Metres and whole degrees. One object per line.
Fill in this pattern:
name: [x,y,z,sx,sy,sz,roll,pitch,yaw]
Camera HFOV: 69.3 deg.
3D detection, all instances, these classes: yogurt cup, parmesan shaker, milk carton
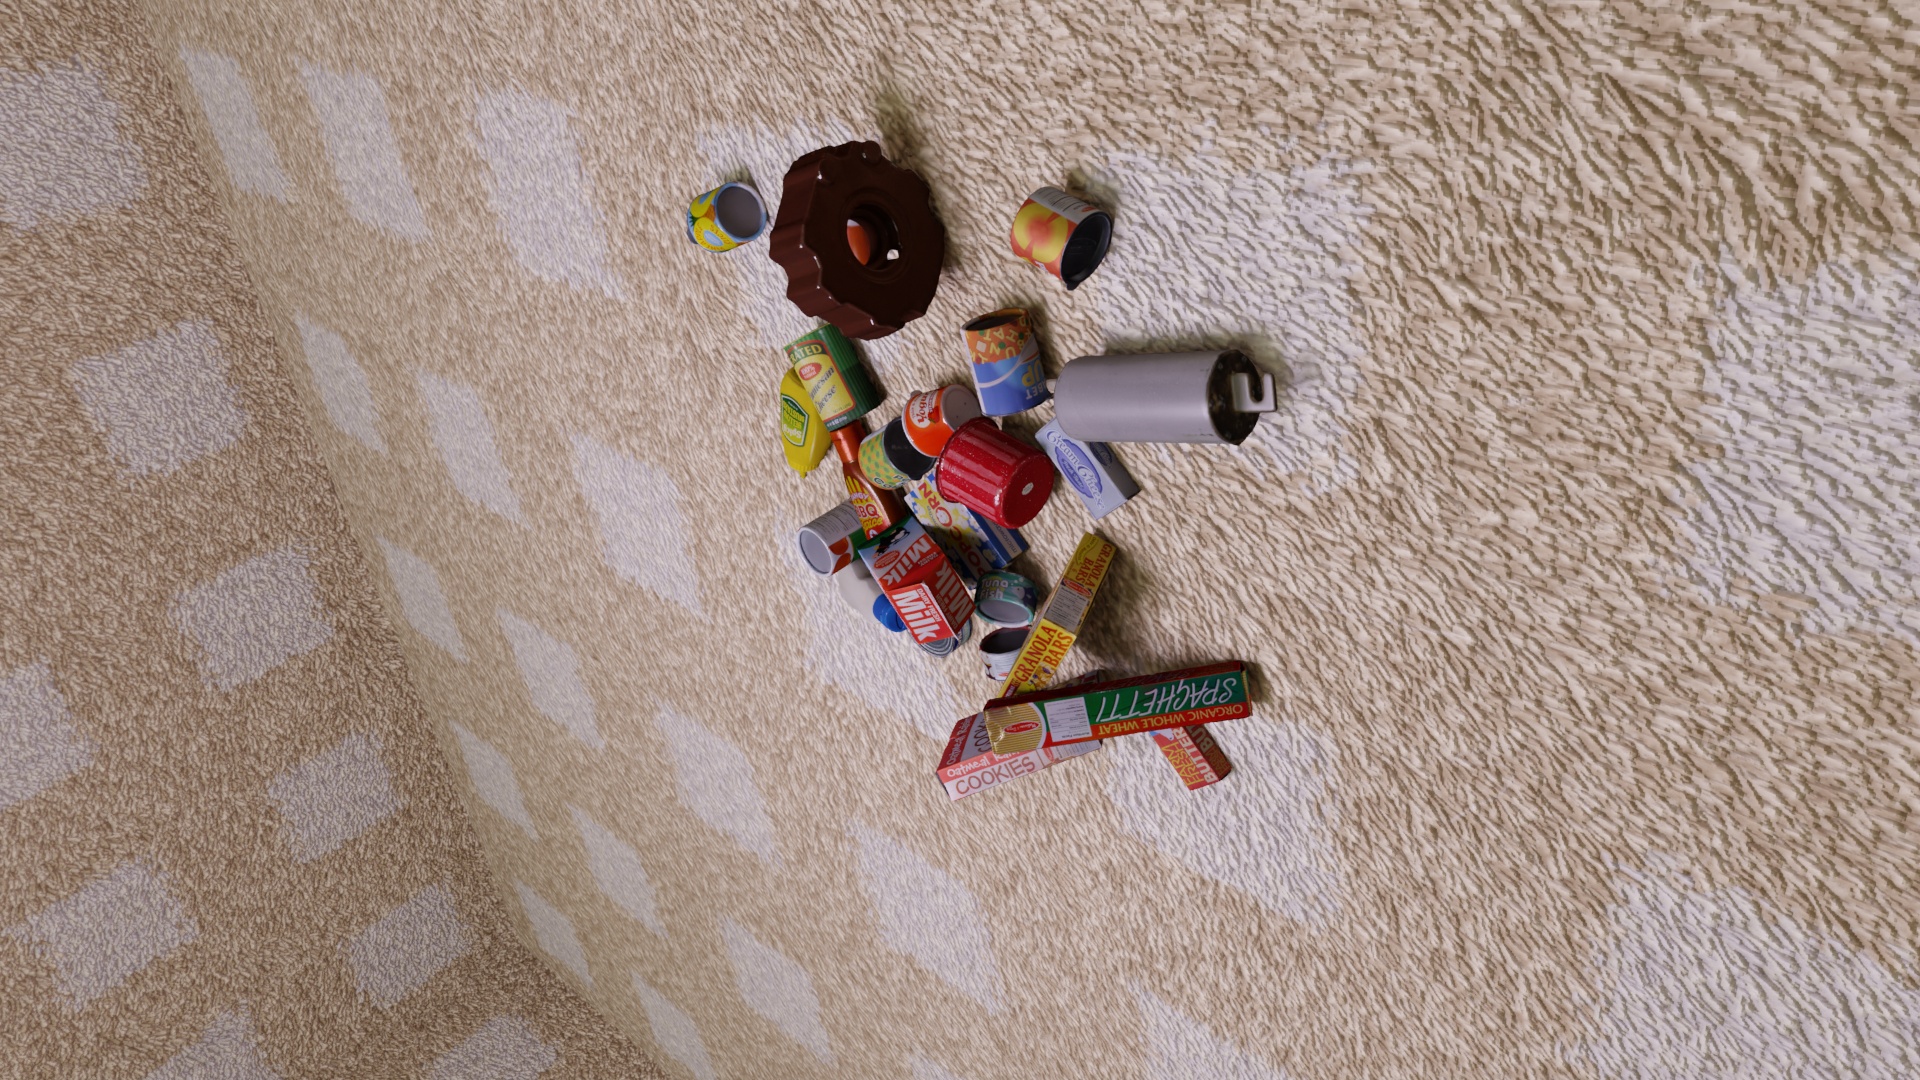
yogurt cup: [-0.016,-0.122,1.387,0.053,0.073,0.072,-20,101,45]
parmesan shaker: [-0.134,-0.177,1.480,0.071,0.071,0.103,-17,104,53]
milk carton: [-0.043,0.044,1.449,0.072,0.073,0.191,60,175,-24]

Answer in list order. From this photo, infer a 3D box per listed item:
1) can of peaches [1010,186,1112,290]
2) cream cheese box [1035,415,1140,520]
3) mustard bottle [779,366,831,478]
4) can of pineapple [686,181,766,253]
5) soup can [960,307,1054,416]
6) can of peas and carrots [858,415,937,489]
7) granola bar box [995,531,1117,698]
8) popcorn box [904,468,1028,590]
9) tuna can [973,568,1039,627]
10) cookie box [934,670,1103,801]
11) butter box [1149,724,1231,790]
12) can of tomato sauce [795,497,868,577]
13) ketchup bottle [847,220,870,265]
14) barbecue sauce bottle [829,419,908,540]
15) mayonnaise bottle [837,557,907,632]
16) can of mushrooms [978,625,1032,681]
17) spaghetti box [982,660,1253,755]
can of peaches: [0.083,-0.254,1.165,0.058,0.071,0.070,35,139,27]
cream cheese box: [0.118,-0.073,1.301,0.104,0.024,0.053,55,144,3]
mustard bottle: [-0.175,-0.126,1.579,0.065,0.049,0.159,38,140,26]
can of pineapple: [-0.250,-0.343,1.483,0.058,0.071,0.071,-4,113,50]
soup can: [0.044,-0.166,1.283,0.071,0.072,0.083,9,123,46]
can of peas and carrots: [-0.066,-0.090,1.464,0.058,0.071,0.071,-24,97,55]
granola bar box: [0.092,0.087,1.365,0.039,0.125,0.164,28,140,3]
popcorn box: [0.005,-0.018,1.461,0.126,0.038,0.085,55,146,3]
tuna can: [0.046,0.061,1.442,0.071,0.033,0.070,10,151,6]
cookie box: [0.066,0.197,1.419,0.167,0.123,0.040,-22,102,16]
butter box: [0.221,0.198,1.389,0.103,0.024,0.053,55,145,3]
can of tomato sauce: [-0.138,-0.003,1.602,0.071,0.083,0.070,29,136,33]
ketchup bottle: [-0.109,-0.288,1.384,0.065,0.044,0.148,32,137,30]
barbecue sauce bottle: [-0.101,-0.061,1.548,0.065,0.044,0.148,-3,114,53]
mayonnaise bottle: [-0.098,0.065,1.603,0.148,0.041,0.064,-146,47,-59]
can of mushrooms: [0.054,0.119,1.489,0.071,0.071,0.033,8,123,46]
spaghetti box: [0.148,0.159,1.313,0.250,0.029,0.050,-10,104,11]
